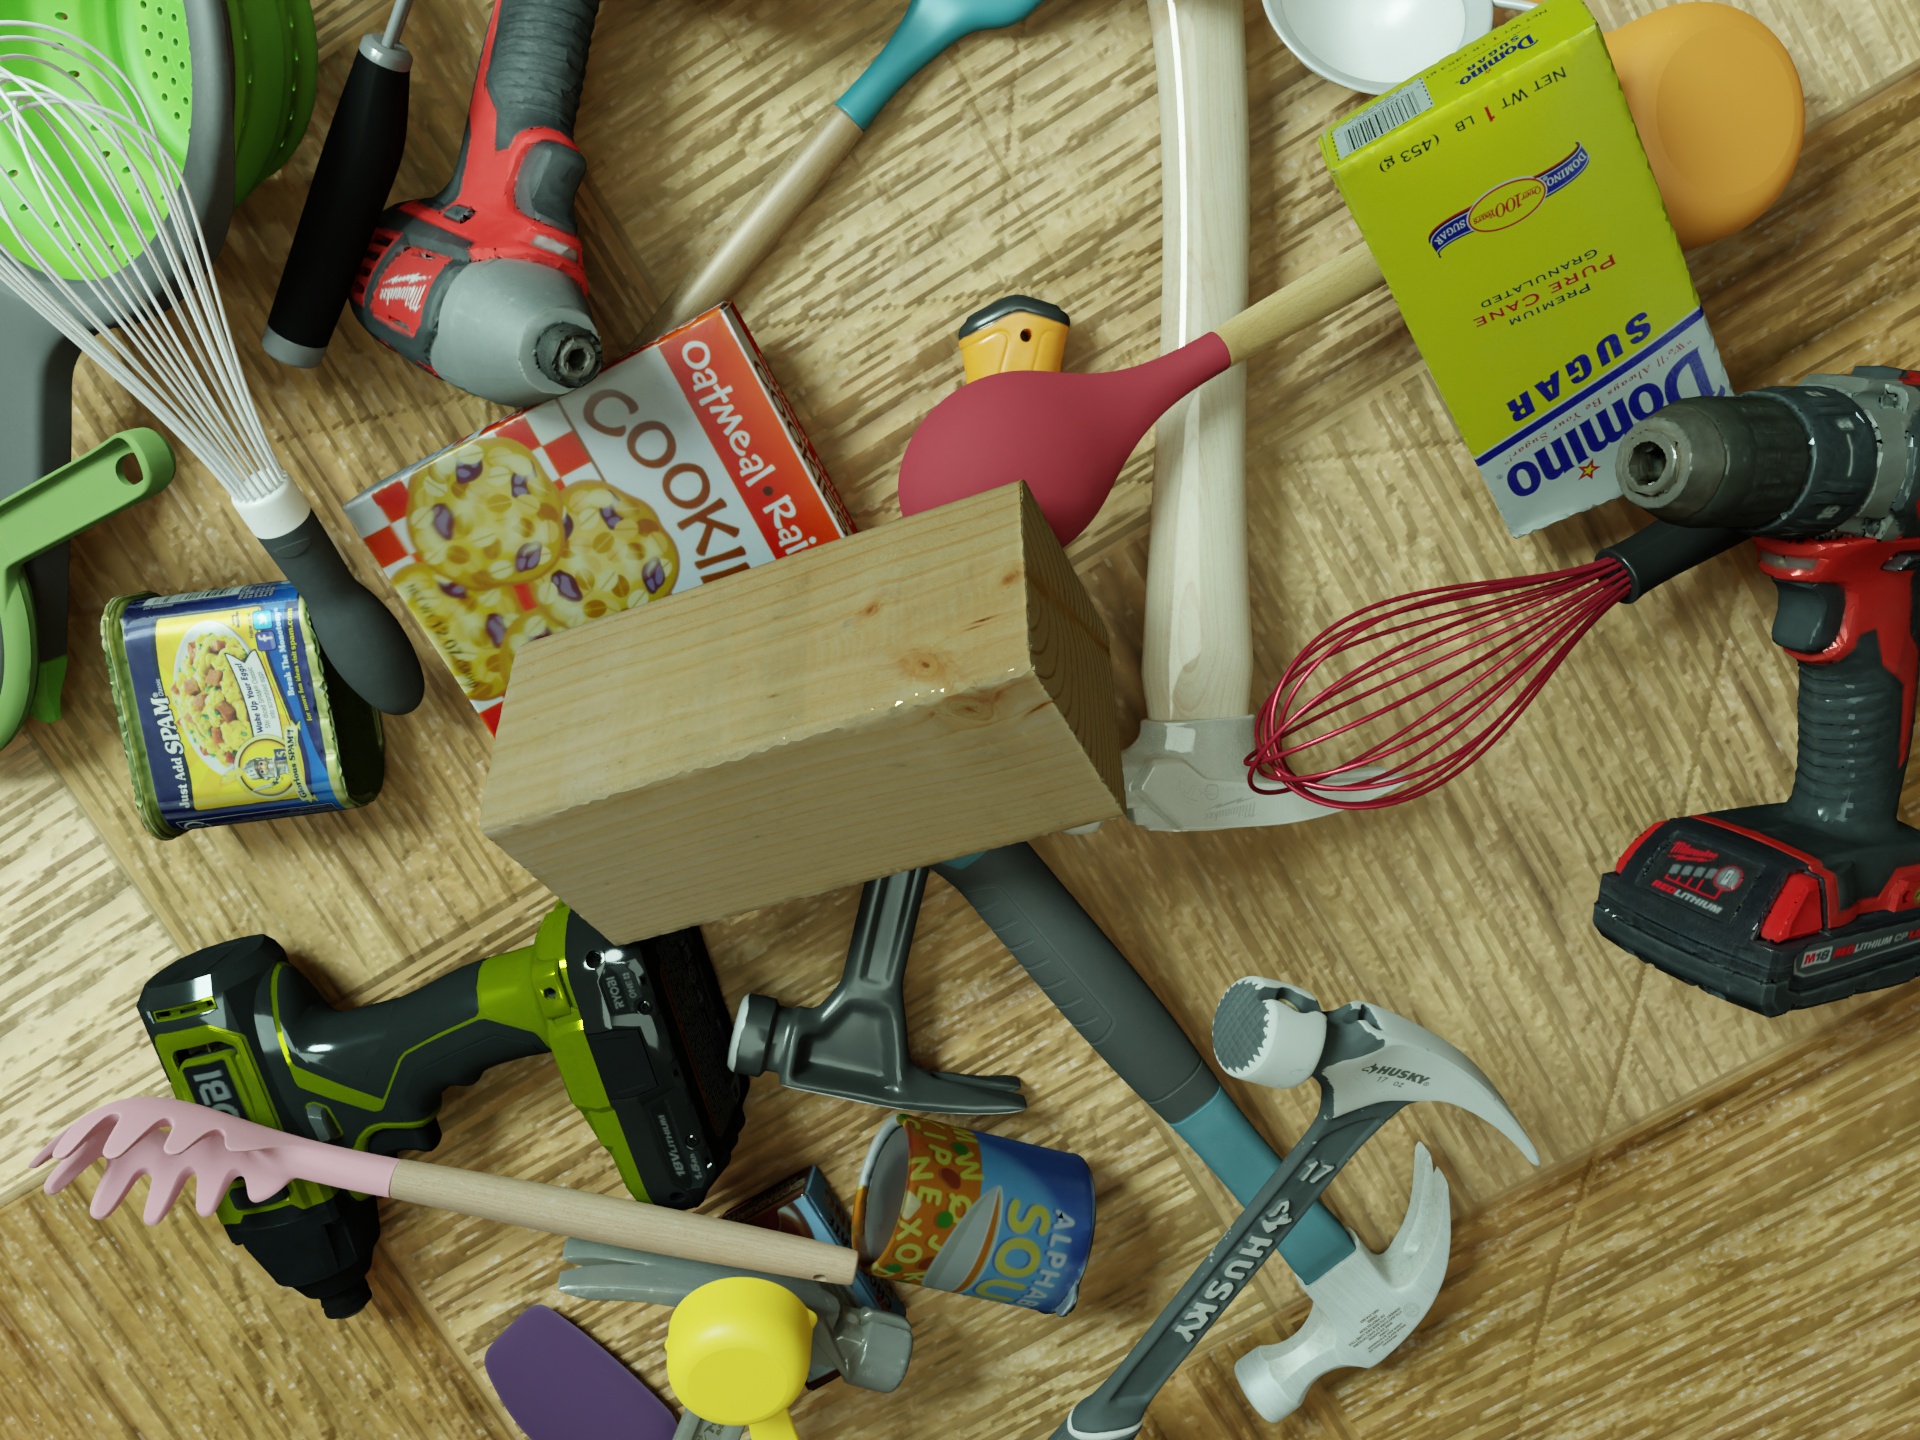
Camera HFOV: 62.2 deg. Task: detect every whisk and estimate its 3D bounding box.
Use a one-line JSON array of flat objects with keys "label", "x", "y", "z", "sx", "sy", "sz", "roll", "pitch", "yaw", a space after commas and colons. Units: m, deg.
[{"label": "whisk", "x": 0.234, "y": -0.046, "z": 0.604, "sx": 0.296, "sy": 0.073, "sz": 0.073, "roll": -28, "pitch": 98, "yaw": -10}, {"label": "whisk", "x": -0.258, "y": -0.100, "z": 0.553, "sx": 0.070, "sy": 0.070, "sz": 0.284, "roll": -13, "pitch": 135, "yaw": 4}]

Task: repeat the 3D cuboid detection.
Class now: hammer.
[{"label": "hammer", "x": 0.103, "y": -0.162, "z": 0.618, "sx": 0.146, "sy": 0.038, "sz": 0.410, "roll": -3, "pitch": 97, "yaw": -11}, {"label": "hammer", "x": -0.001, "y": -0.002, "z": 0.653, "sx": 0.127, "sy": 0.034, "sz": 0.337, "roll": 12, "pitch": 98, "yaw": -5}, {"label": "hammer", "x": 0.073, "y": 0.272, "z": 0.650, "sx": 0.149, "sy": 0.036, "sz": 0.408, "roll": 18, "pitch": 117, "yaw": -24}, {"label": "hammer", "x": 0.086, "y": 0.148, "z": 0.654, "sx": 0.128, "sy": 0.033, "sz": 0.330, "roll": -38, "pitch": 106, "yaw": 6}, {"label": "hammer", "x": -0.152, "y": 0.387, "z": 0.699, "sx": 0.149, "sy": 0.037, "sz": 0.359, "roll": 18, "pitch": 107, "yaw": -13}]

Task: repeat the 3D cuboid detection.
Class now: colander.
[{"label": "colander", "x": -0.329, "y": -0.182, "z": 0.617, "sx": 0.204, "sy": 0.094, "sz": 0.396, "roll": 27, "pitch": 119, "yaw": 17}]

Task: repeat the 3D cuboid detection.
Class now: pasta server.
[{"label": "pasta server", "x": -0.197, "y": 0.192, "z": 0.623, "sx": 0.316, "sy": 0.040, "sz": 0.060, "roll": 11, "pitch": 138, "yaw": 0}]

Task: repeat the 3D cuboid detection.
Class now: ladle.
[{"label": "ladle", "x": 0.118, "y": -0.149, "z": 0.593, "sx": 0.315, "sy": 0.031, "sz": 0.069, "roll": -31, "pitch": 105, "yaw": -10}]

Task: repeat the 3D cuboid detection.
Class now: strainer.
[{"label": "strainer", "x": -0.400, "y": -0.056, "z": 0.600, "sx": 0.256, "sy": 0.069, "sz": 0.151, "roll": -16, "pitch": 101, "yaw": 28}, {"label": "strainer", "x": 0.082, "y": -0.272, "z": 0.564, "sx": 0.258, "sy": 0.050, "sz": 0.087, "roll": 15, "pitch": 70, "yaw": -9}]

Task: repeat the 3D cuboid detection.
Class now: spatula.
[{"label": "spatula", "x": -0.093, "y": 0.385, "z": 0.732, "sx": 0.316, "sy": 0.018, "sz": 0.060, "roll": 42, "pitch": 101, "yaw": -4}, {"label": "spatula", "x": -0.064, "y": -0.217, "z": 0.618, "sx": 0.082, "sy": 0.044, "sz": 0.317, "roll": 42, "pitch": 100, "yaw": -1}]

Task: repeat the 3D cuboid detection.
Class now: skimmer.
[{"label": "skimmer", "x": -0.197, "y": -0.292, "z": 0.523, "sx": 0.090, "sy": 0.127, "sz": 0.363, "roll": 25, "pitch": 116, "yaw": -13}]

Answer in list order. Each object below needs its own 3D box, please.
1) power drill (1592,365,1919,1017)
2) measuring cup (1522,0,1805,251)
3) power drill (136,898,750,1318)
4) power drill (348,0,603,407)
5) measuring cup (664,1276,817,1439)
[{"label": "power drill", "x": 0.298, "y": -0.014, "z": 0.576, "sx": 0.187, "sy": 0.080, "sz": 0.226, "roll": -5, "pitch": 108, "yaw": -28}, {"label": "measuring cup", "x": 0.240, "y": -0.249, "z": 0.578, "sx": 0.095, "sy": 0.052, "sz": 0.173, "roll": -42, "pitch": 105, "yaw": -8}, {"label": "power drill", "x": -0.212, "y": 0.160, "z": 0.672, "sx": 0.223, "sy": 0.080, "sz": 0.171, "roll": -14, "pitch": 103, "yaw": 8}, {"label": "power drill", "x": -0.145, "y": -0.223, "z": 0.575, "sx": 0.143, "sy": 0.078, "sz": 0.219, "roll": 32, "pitch": 103, "yaw": 42}, {"label": "measuring cup", "x": -0.077, "y": 0.293, "z": 0.638, "sx": 0.062, "sy": 0.029, "sz": 0.156, "roll": -12, "pitch": 112, "yaw": 1}]
